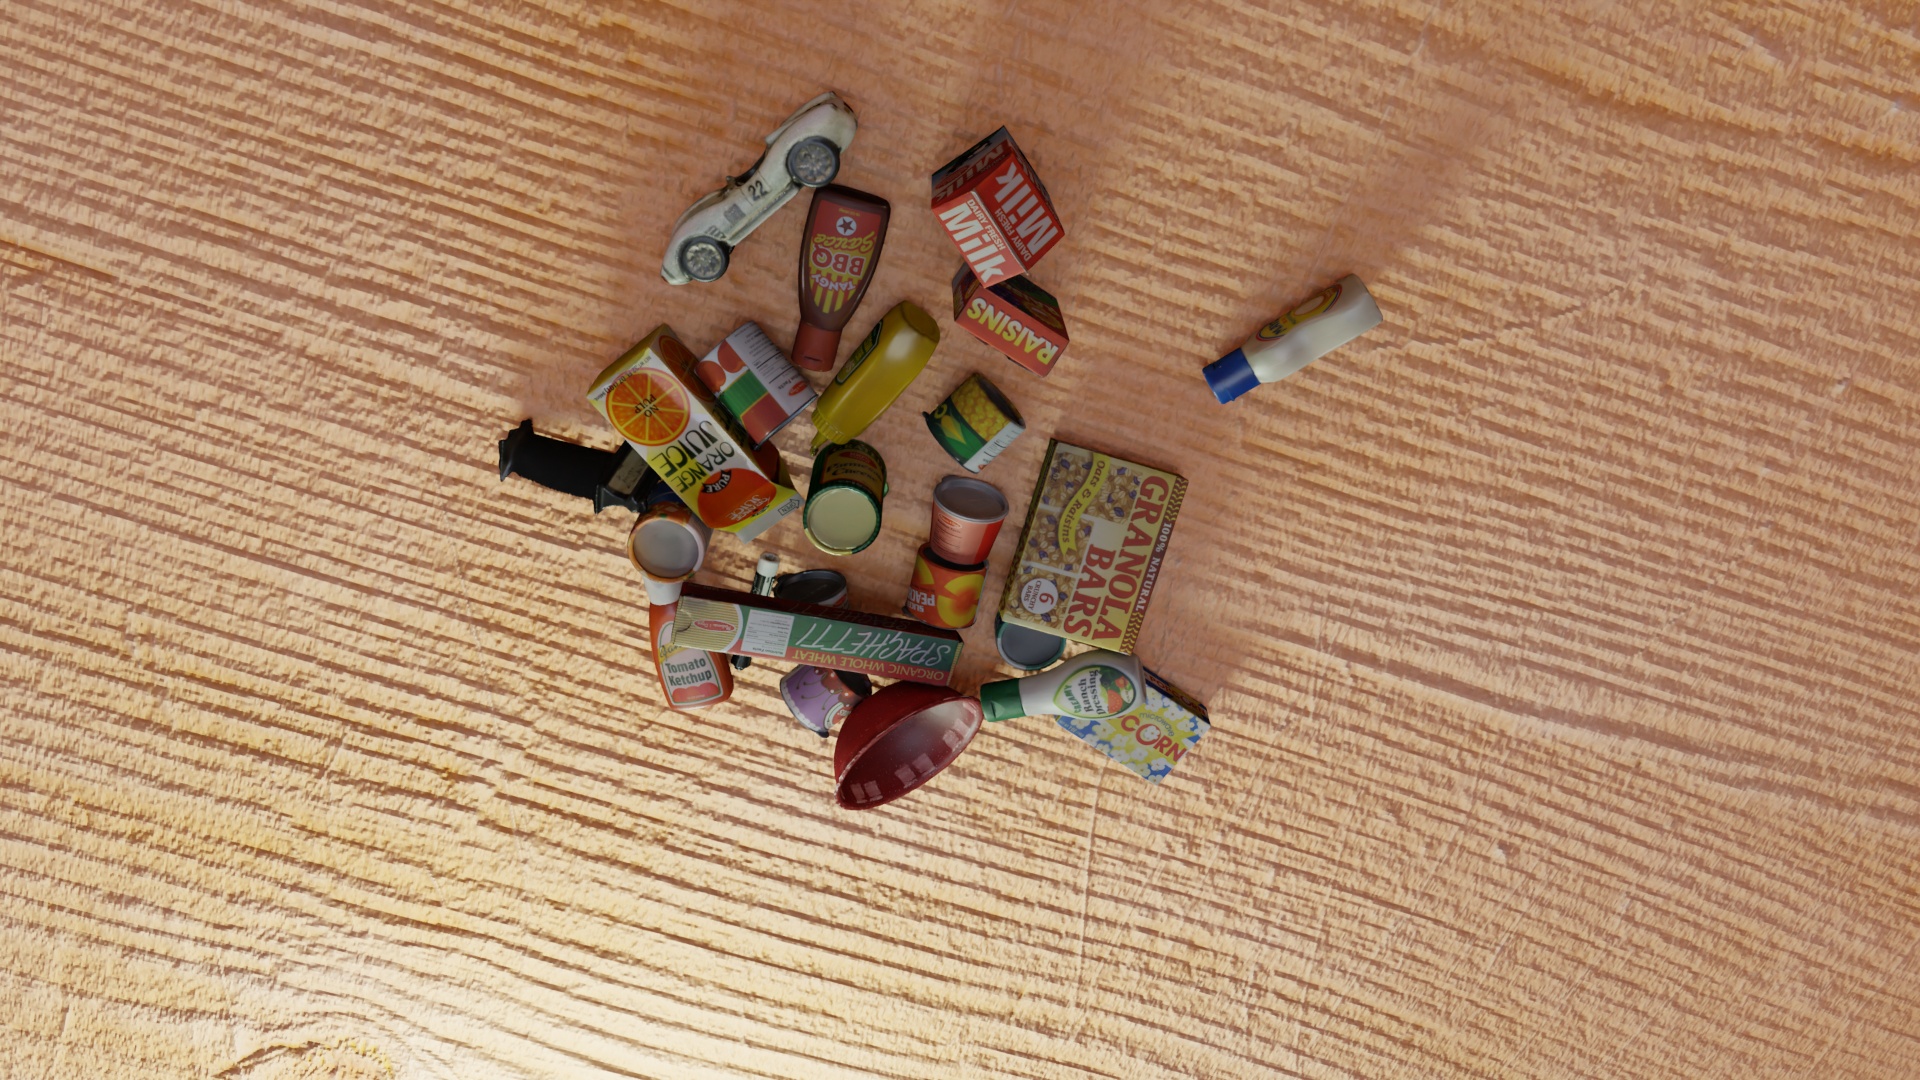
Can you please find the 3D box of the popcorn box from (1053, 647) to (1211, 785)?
[{"bbox_3d":[0.162,0.165,1.319,0.126,0.038,0.085,33,108,-15],"label":"popcorn box"}]

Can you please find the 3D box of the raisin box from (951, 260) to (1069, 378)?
[{"bbox_3d":[0.038,-0.183,1.111,0.086,0.124,0.040,31,110,-15],"label":"raisin box"}]

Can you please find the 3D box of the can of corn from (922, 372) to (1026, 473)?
[{"bbox_3d":[0.012,-0.102,1.180,0.058,0.071,0.071,-42,109,16],"label":"can of corn"}]

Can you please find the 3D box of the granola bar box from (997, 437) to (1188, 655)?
[{"bbox_3d":[0.116,0.005,1.226,0.124,0.039,0.165,15,100,-8],"label":"granola bar box"}]

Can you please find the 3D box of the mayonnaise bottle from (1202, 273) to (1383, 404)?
[{"bbox_3d":[0.275,-0.166,1.160,0.148,0.065,0.041,-30,113,16],"label":"mayonnaise bottle"}]

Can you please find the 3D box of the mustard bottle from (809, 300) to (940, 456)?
[{"bbox_3d":[-0.082,-0.128,1.168,0.049,0.065,0.159,35,113,-20],"label":"mustard bottle"}]

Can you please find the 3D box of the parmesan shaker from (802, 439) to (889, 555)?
[{"bbox_3d":[-0.095,-0.037,1.185,0.071,0.103,0.071,-1,115,-1],"label":"parmesan shaker"}]

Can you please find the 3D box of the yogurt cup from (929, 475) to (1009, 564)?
[{"bbox_3d":[0.004,-0.015,1.221,0.072,0.073,0.053,11,122,-6],"label":"yogurt cup"}]

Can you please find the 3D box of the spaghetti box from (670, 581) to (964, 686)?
[{"bbox_3d":[-0.123,0.083,1.207,0.250,0.029,0.050,10,112,-15],"label":"spaghetti box"}]

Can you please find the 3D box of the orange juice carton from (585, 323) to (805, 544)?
[{"bbox_3d":[-0.219,-0.083,1.179,0.071,0.073,0.192,-35,111,14],"label":"orange juice carton"}]

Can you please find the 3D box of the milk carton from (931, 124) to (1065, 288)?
[{"bbox_3d":[0.026,-0.250,1.043,0.073,0.191,0.072,-32,112,13],"label":"milk carton"}]

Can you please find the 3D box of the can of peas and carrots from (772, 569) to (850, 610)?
[{"bbox_3d":[-0.134,0.066,1.254,0.071,0.071,0.058,-6,115,1],"label":"can of peas and carrots"}]

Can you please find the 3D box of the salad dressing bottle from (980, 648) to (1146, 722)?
[{"bbox_3d":[0.093,0.137,1.264,0.147,0.044,0.064,-11,108,13],"label":"salad dressing bottle"}]

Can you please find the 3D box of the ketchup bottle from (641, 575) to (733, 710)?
[{"bbox_3d":[-0.255,0.082,1.269,0.065,0.044,0.148,-11,114,4],"label":"ketchup bottle"}]

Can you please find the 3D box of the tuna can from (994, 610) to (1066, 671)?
[{"bbox_3d":[0.067,0.084,1.283,0.071,0.033,0.070,0,115,-1],"label":"tuna can"}]

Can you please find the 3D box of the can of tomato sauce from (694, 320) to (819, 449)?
[{"bbox_3d":[-0.171,-0.130,1.154,0.071,0.071,0.083,-39,96,15],"label":"can of tomato sauce"}]

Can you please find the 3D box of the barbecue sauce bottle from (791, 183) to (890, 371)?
[{"bbox_3d":[-0.105,-0.213,1.138,0.065,0.044,0.147,14,114,-9],"label":"barbecue sauce bottle"}]

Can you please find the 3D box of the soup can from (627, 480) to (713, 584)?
[{"bbox_3d":[-0.252,-0.009,1.205,0.071,0.084,0.071,0,115,-1],"label":"soup can"}]

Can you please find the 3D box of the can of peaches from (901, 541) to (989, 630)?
[{"bbox_3d":[-0.014,0.039,1.241,0.071,0.071,0.057,11,113,-6],"label":"can of peaches"}]

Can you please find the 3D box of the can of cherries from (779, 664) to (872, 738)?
[{"bbox_3d":[-0.122,0.137,1.283,0.058,0.072,0.071,-40,110,14],"label":"can of cherries"}]
